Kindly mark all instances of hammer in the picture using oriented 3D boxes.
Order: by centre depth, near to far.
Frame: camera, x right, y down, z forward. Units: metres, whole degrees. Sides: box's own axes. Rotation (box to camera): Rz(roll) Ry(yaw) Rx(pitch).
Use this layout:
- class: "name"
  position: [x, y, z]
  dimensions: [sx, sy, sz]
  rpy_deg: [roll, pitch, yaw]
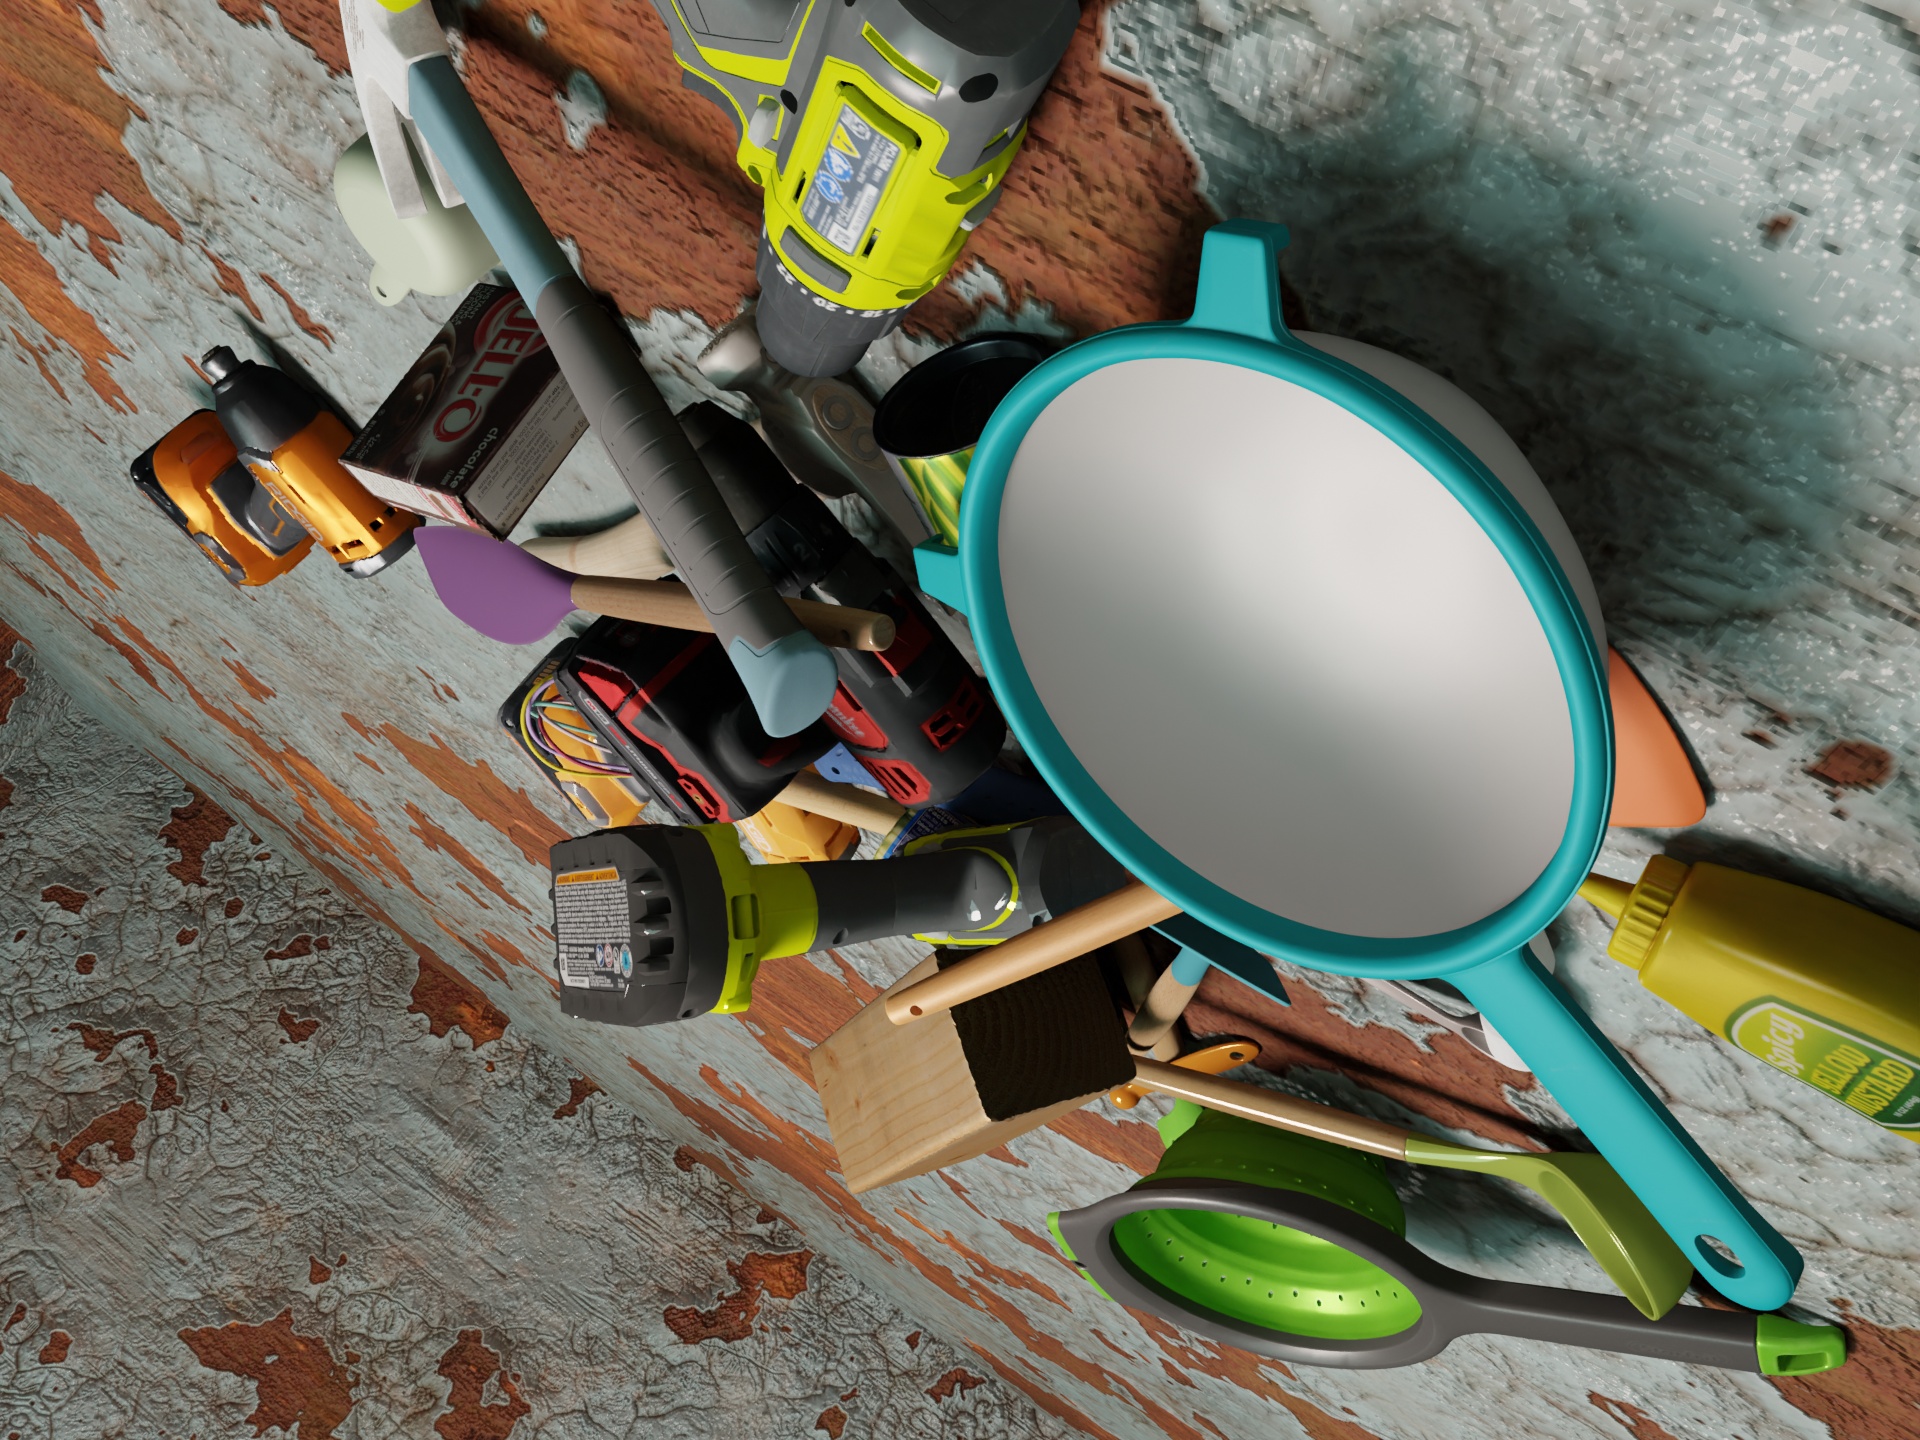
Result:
- class: "hammer"
  position: [-0.138, -0.141, 0.573]
  dimensions: [0.331, 0.033, 0.128]
  rpy_deg: [58, 154, 10]
- class: "hammer"
  position: [0.075, 0.049, 0.744]
  dimensions: [0.406, 0.035, 0.143]
  rpy_deg: [15, 147, 41]
- class: "hammer"
  position: [-0.140, -0.088, 0.802]
  dimensions: [0.146, 0.038, 0.411]
  rpy_deg: [46, 155, -19]

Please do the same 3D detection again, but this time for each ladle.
- class: "ladle"
  position: [0.194, 0.216, 0.791]
  dimensions: [0.320, 0.062, 0.078]
  rpy_deg: [9, 146, 34]

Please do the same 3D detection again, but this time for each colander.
- class: "colander"
  position: [0.247, 0.273, 0.853]
  dimensions: [0.397, 0.095, 0.204]
  rpy_deg: [-3, 136, 30]

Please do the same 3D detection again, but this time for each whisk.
- class: "whisk"
  position: [-0.127, 0.027, 0.859]
  dimensions: [0.244, 0.047, 0.051]
  rpy_deg: [21, 149, -38]

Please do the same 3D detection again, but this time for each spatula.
- class: "spatula"
  position: [0.099, 0.059, 0.587]
  dimensions: [0.322, 0.041, 0.081]
  rpy_deg: [-28, 112, 26]
- class: "spatula"
  position: [-0.140, -0.049, 0.657]
  dimensions: [0.316, 0.018, 0.059]
  rpy_deg: [9, 125, 43]
- class: "spatula"
  position: [0.099, 0.136, 0.772]
  dimensions: [0.082, 0.044, 0.317]
  rpy_deg: [30, 159, 10]

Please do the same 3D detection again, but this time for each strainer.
- class: "strainer"
  position: [0.148, 0.016, 0.476]
  dimensions: [0.340, 0.095, 0.211]
  rpy_deg: [50, 146, 0]

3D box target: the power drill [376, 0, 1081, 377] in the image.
- class: "power drill"
  position: [-0.089, -0.211, 0.479]
  dimensions: [0.228, 0.080, 0.190]
  rpy_deg: [38, 155, -5]

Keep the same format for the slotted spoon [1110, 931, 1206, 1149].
- class: "slotted spoon"
  position: [0.123, 0.198, 0.943]
  dimensions: [0.070, 0.031, 0.313]
  rpy_deg: [13, 144, 33]

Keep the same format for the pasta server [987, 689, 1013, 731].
- class: "pasta server"
  position: [-0.001, -0.002, 0.757]
  dimensions: [0.316, 0.040, 0.060]
  rpy_deg: [11, 139, 44]

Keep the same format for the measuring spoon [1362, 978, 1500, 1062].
- class: "measuring spoon"
  position: [0.204, 0.118, 0.717]
  dimensions: [0.124, 0.018, 0.034]
  rpy_deg: [30, 165, 34]

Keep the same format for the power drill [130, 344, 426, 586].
- class: "power drill"
  position: [-0.468, -0.168, 1.064]
  dimensions: [0.226, 0.084, 0.164]
  rpy_deg: [1, 135, 47]

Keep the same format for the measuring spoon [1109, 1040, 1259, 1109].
- class: "measuring spoon"
  position: [0.128, 0.207, 0.920]
  dimensions: [0.021, 0.011, 0.117]
  rpy_deg: [37, 135, -20]

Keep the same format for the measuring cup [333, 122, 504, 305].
- class: "measuring cup"
  position: [-0.266, -0.218, 0.744]
  dimensions: [0.083, 0.038, 0.167]
  rpy_deg: [47, 152, -17]

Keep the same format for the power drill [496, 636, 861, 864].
- class: "power drill"
  position: [-0.183, 0.007, 0.975]
  dimensions: [0.226, 0.084, 0.185]
  rpy_deg: [11, 144, 37]

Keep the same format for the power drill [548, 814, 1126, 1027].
- class: "power drill"
  position: [-0.062, 0.082, 0.715]
  dimensions: [0.171, 0.223, 0.080]
  rpy_deg: [-13, 81, 57]

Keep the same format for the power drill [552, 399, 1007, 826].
- class: "power drill"
  position: [-0.099, -0.037, 0.705]
  dimensions: [0.187, 0.080, 0.227]
  rpy_deg: [51, 149, -17]
